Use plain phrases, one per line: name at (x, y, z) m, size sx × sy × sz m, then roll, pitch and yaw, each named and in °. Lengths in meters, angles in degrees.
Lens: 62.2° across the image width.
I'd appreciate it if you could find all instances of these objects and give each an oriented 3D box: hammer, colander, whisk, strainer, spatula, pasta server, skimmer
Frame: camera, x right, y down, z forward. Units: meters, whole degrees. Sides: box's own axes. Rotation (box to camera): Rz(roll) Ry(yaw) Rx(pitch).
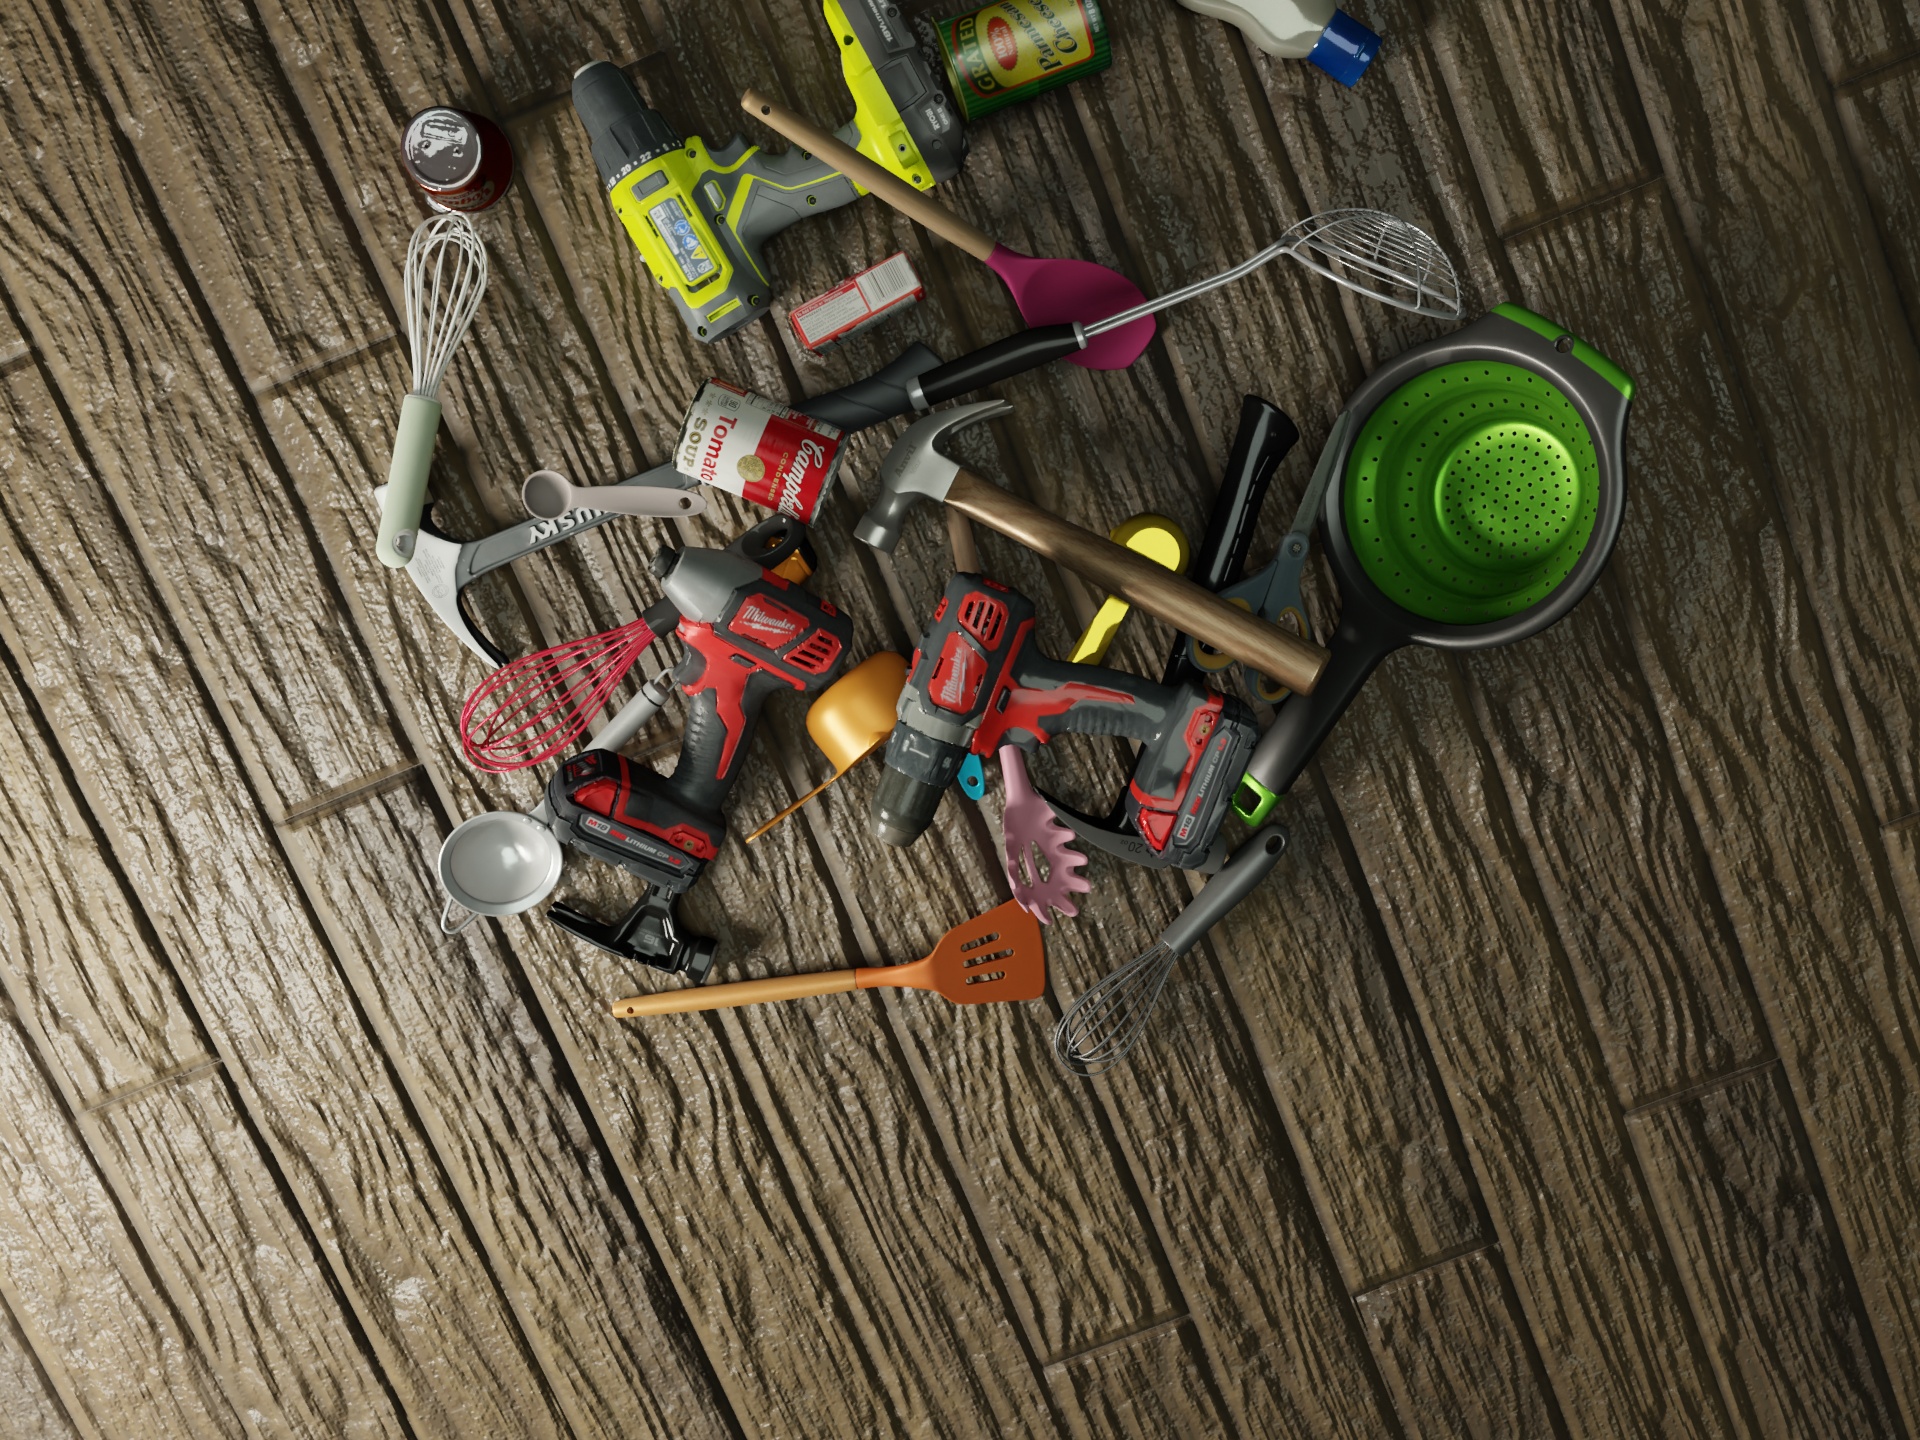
hammer at (-0.186, 0.018, 1.144) m, size 0.127 × 0.034 × 0.337 m, roll 21°, pitch 99°, yaw -4°
colander at (0.313, -0.087, 1.097) m, size 0.205 × 0.094 × 0.397 m, roll 44°, pitch 119°, yaw 26°
hammer at (0.159, -0.060, 1.105) m, size 0.146 × 0.035 × 0.334 m, roll 13°, pitch 102°, yaw -16°
whisk at (0.158, 0.166, 1.163) m, size 0.055 × 0.055 × 0.239 m, roll 42°, pitch 93°, yaw -7°
hammer at (-0.193, -0.167, 1.111) m, size 0.409 × 0.036 × 0.149 m, roll -21°, pitch 100°, yaw 4°
hammer at (0.095, -0.110, 1.070) m, size 0.331 × 0.031 × 0.130 m, roll 29°, pitch 98°, yaw 13°
strainer at (-0.285, 0.053, 1.135) m, size 0.258 × 0.050 × 0.086 m, roll -44°, pitch 121°, yaw 13°
spatula at (-0.099, 0.192, 1.181) m, size 0.322 × 0.041 × 0.081 m, roll -8°, pitch 101°, yaw 6°
whisk at (-0.363, -0.225, 1.078) m, size 0.059 × 0.057 × 0.246 m, roll 9°, pitch 88°, yaw 38°
pasta server at (0.031, -0.010, 1.136) m, size 0.060 × 0.040 × 0.316 m, roll -16°, pitch 99°, yaw -21°
whisk at (-0.230, -0.057, 1.106) m, size 0.296 × 0.073 × 0.073 m, roll -33°, pitch 98°, yaw 8°
skimmer at (0.146, -0.251, 1.057) m, size 0.363 × 0.127 × 0.090 m, roll -18°, pitch 118°, yaw 10°

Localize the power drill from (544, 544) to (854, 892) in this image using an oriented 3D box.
power drill at (-0.183, -0.008, 1.066) m, size 0.143 × 0.079 × 0.219 m, roll 29°, pitch 99°, yaw -24°

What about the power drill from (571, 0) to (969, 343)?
power drill at (-0.128, -0.386, 1.052) m, size 0.228 × 0.080 × 0.190 m, roll -29°, pitch 100°, yaw 8°

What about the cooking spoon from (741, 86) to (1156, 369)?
cooking spoon at (-0.002, -0.320, 1.037) m, size 0.318 × 0.017 × 0.068 m, roll 25°, pitch 117°, yaw -26°

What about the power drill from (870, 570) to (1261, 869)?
power drill at (0.062, 0.024, 1.053) m, size 0.226 × 0.080 × 0.188 m, roll 22°, pitch 98°, yaw -5°

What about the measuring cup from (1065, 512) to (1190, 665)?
measuring cup at (0.109, -0.075, 1.127) m, size 0.062 × 0.029 × 0.156 m, roll 30°, pitch 96°, yaw -5°

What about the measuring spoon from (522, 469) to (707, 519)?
measuring spoon at (-0.236, -0.153, 1.092) m, size 0.124 × 0.018 × 0.034 m, roll 3°, pitch 104°, yaw -9°

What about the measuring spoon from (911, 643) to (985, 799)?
measuring spoon at (-0.002, -0.004, 1.151) m, size 0.042 × 0.021 × 0.128 m, roll -9°, pitch 110°, yaw 18°

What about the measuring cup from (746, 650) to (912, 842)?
measuring cup at (-0.098, 0.017, 1.117) m, size 0.173 × 0.095 × 0.052 m, roll -38°, pitch 89°, yaw 9°
